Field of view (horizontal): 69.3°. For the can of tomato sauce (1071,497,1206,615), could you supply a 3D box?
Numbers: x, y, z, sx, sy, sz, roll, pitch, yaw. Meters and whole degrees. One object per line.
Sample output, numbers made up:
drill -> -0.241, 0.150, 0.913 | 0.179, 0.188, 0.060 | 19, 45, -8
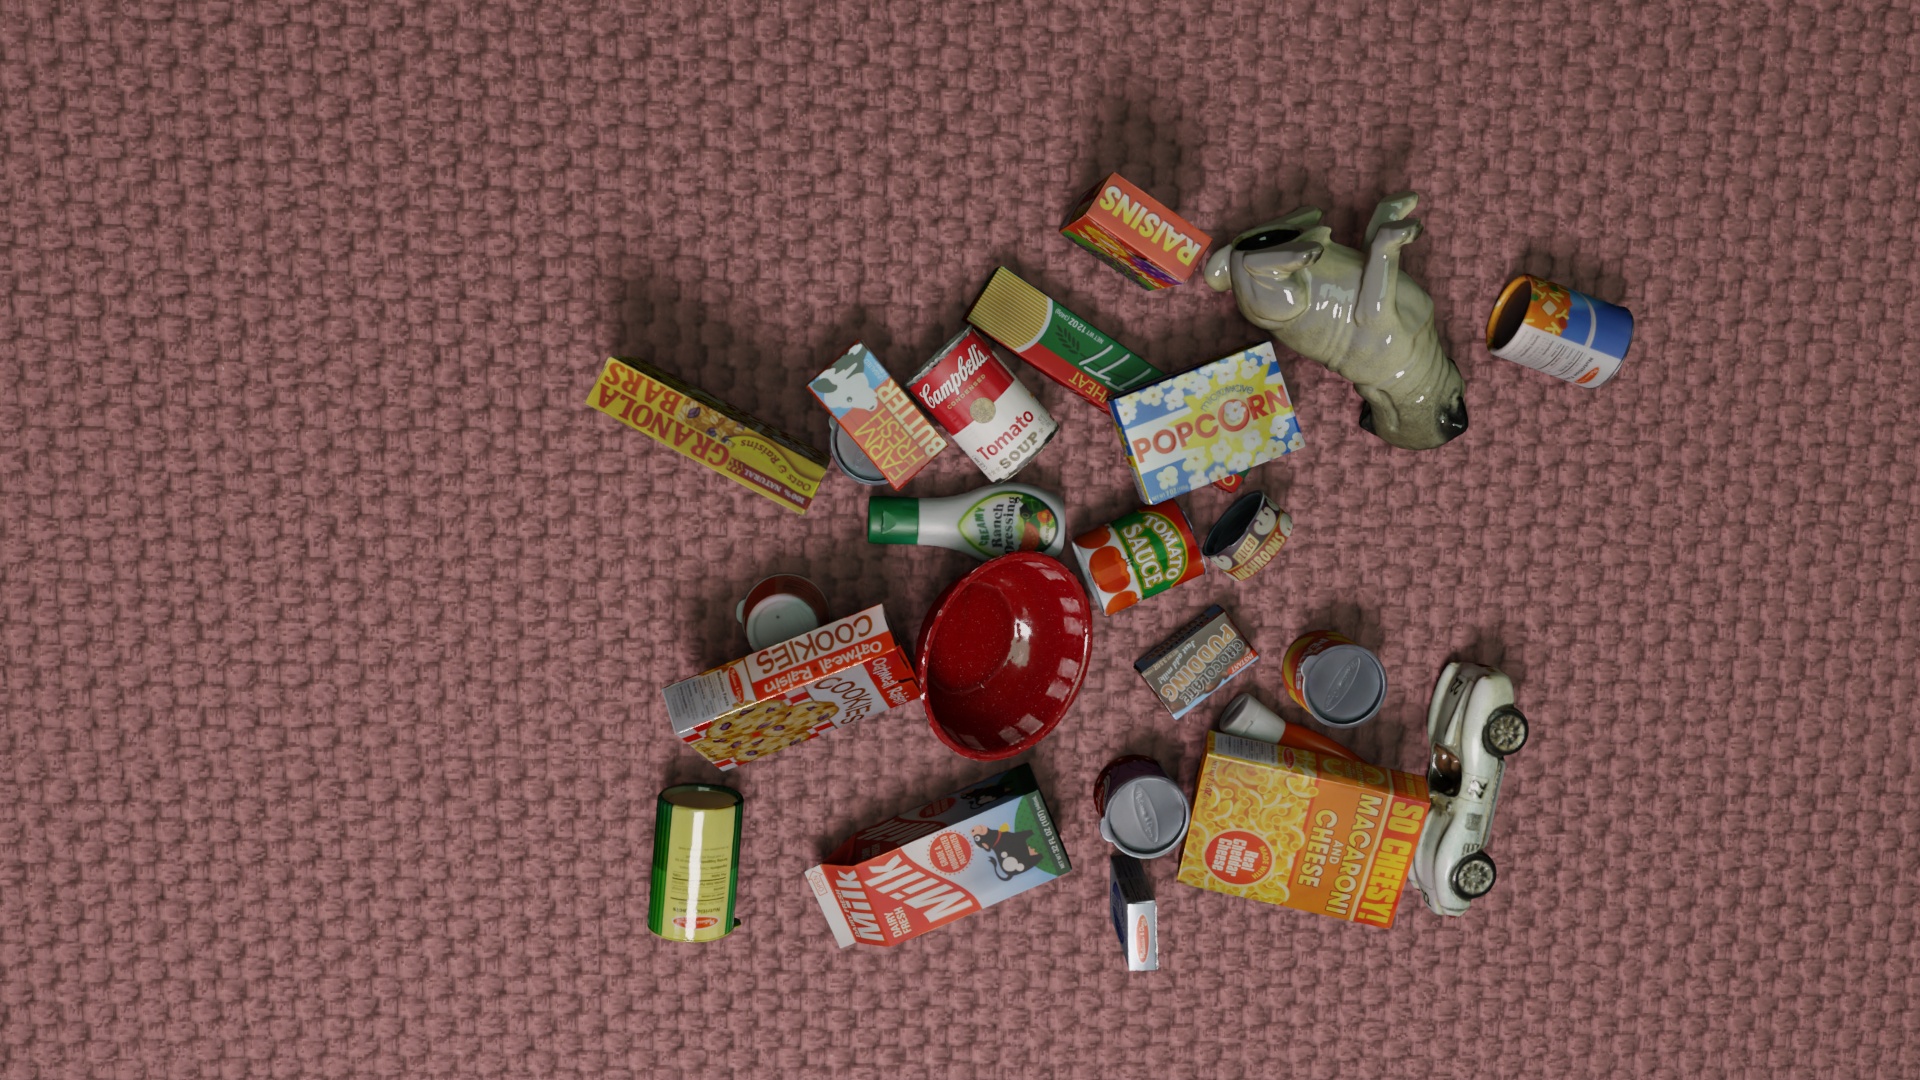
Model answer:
can of tomato sauce -> 0.135, 0.012, 1.054 | 0.083, 0.071, 0.071 | -24, 98, -1

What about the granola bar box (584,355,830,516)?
granola bar box -> -0.174, -0.078, 0.992 | 0.165, 0.124, 0.039 | 27, 94, -7

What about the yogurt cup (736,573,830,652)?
yogurt cup -> -0.133, 0.062, 1.048 | 0.072, 0.054, 0.072 | -1, 97, -5

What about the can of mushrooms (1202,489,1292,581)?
can of mushrooms -> 0.219, -0.003, 1.059 | 0.033, 0.071, 0.071 | 41, 93, -10

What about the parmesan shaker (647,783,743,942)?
parmesan shaker -> -0.199, 0.244, 1.059 | 0.071, 0.071, 0.103 | 5, 96, -5

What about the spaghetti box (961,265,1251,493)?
spaghetti box -> 0.119, -0.121, 1.058 | 0.250, 0.029, 0.050 | 32, 93, -7

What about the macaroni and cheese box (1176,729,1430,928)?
macaroni and cheese box -> 0.261, 0.222, 1.071 | 0.166, 0.040, 0.123 | 11, 115, 6

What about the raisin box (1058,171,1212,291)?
raisin box -> 0.123, -0.219, 0.999 | 0.086, 0.123, 0.040 | 33, 94, -8

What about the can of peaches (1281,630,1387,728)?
can of peaches -> 0.289, 0.106, 1.083 | 0.071, 0.058, 0.071 | 0, 97, -4

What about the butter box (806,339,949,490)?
butter box -> -0.060, -0.091, 1.015 | 0.053, 0.024, 0.103 | -40, 97, 0

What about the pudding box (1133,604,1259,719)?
pudding box -> 0.184, 0.095, 1.088 | 0.084, 0.030, 0.049 | -36, 99, 1

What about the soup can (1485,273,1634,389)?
soup can -> 0.457, -0.162, 1.062 | 0.084, 0.071, 0.071 | 18, 95, -6

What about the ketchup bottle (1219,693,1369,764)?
ketchup bottle -> 0.273, 0.178, 1.097 | 0.149, 0.043, 0.064 | 38, 101, -7

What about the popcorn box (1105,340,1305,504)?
popcorn box -> 0.181, -0.088, 1.031 | 0.127, 0.038, 0.085 | -21, 98, -2

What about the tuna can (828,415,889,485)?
tuna can -> -0.067, -0.077, 1.047 | 0.071, 0.033, 0.071 | -1, 97, -4

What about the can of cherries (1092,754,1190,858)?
can of cherries -> 0.138, 0.207, 1.084 | 0.071, 0.058, 0.071 | -1, 98, -5

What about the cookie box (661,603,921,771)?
cookie box -> -0.118, 0.112, 1.020 | 0.167, 0.122, 0.040 | -21, 67, -2

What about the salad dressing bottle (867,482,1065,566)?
salad dressing bottle -> 0.004, -0.013, 1.054 | 0.148, 0.044, 0.064 | 2, 96, -4

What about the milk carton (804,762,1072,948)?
milk carton -> -0.018, 0.247, 1.069 | 0.191, 0.073, 0.072 | -23, 98, -1

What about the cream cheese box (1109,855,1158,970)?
cream cheese box -> 0.133, 0.285, 1.069 | 0.024, 0.104, 0.053 | -1, 96, -1
